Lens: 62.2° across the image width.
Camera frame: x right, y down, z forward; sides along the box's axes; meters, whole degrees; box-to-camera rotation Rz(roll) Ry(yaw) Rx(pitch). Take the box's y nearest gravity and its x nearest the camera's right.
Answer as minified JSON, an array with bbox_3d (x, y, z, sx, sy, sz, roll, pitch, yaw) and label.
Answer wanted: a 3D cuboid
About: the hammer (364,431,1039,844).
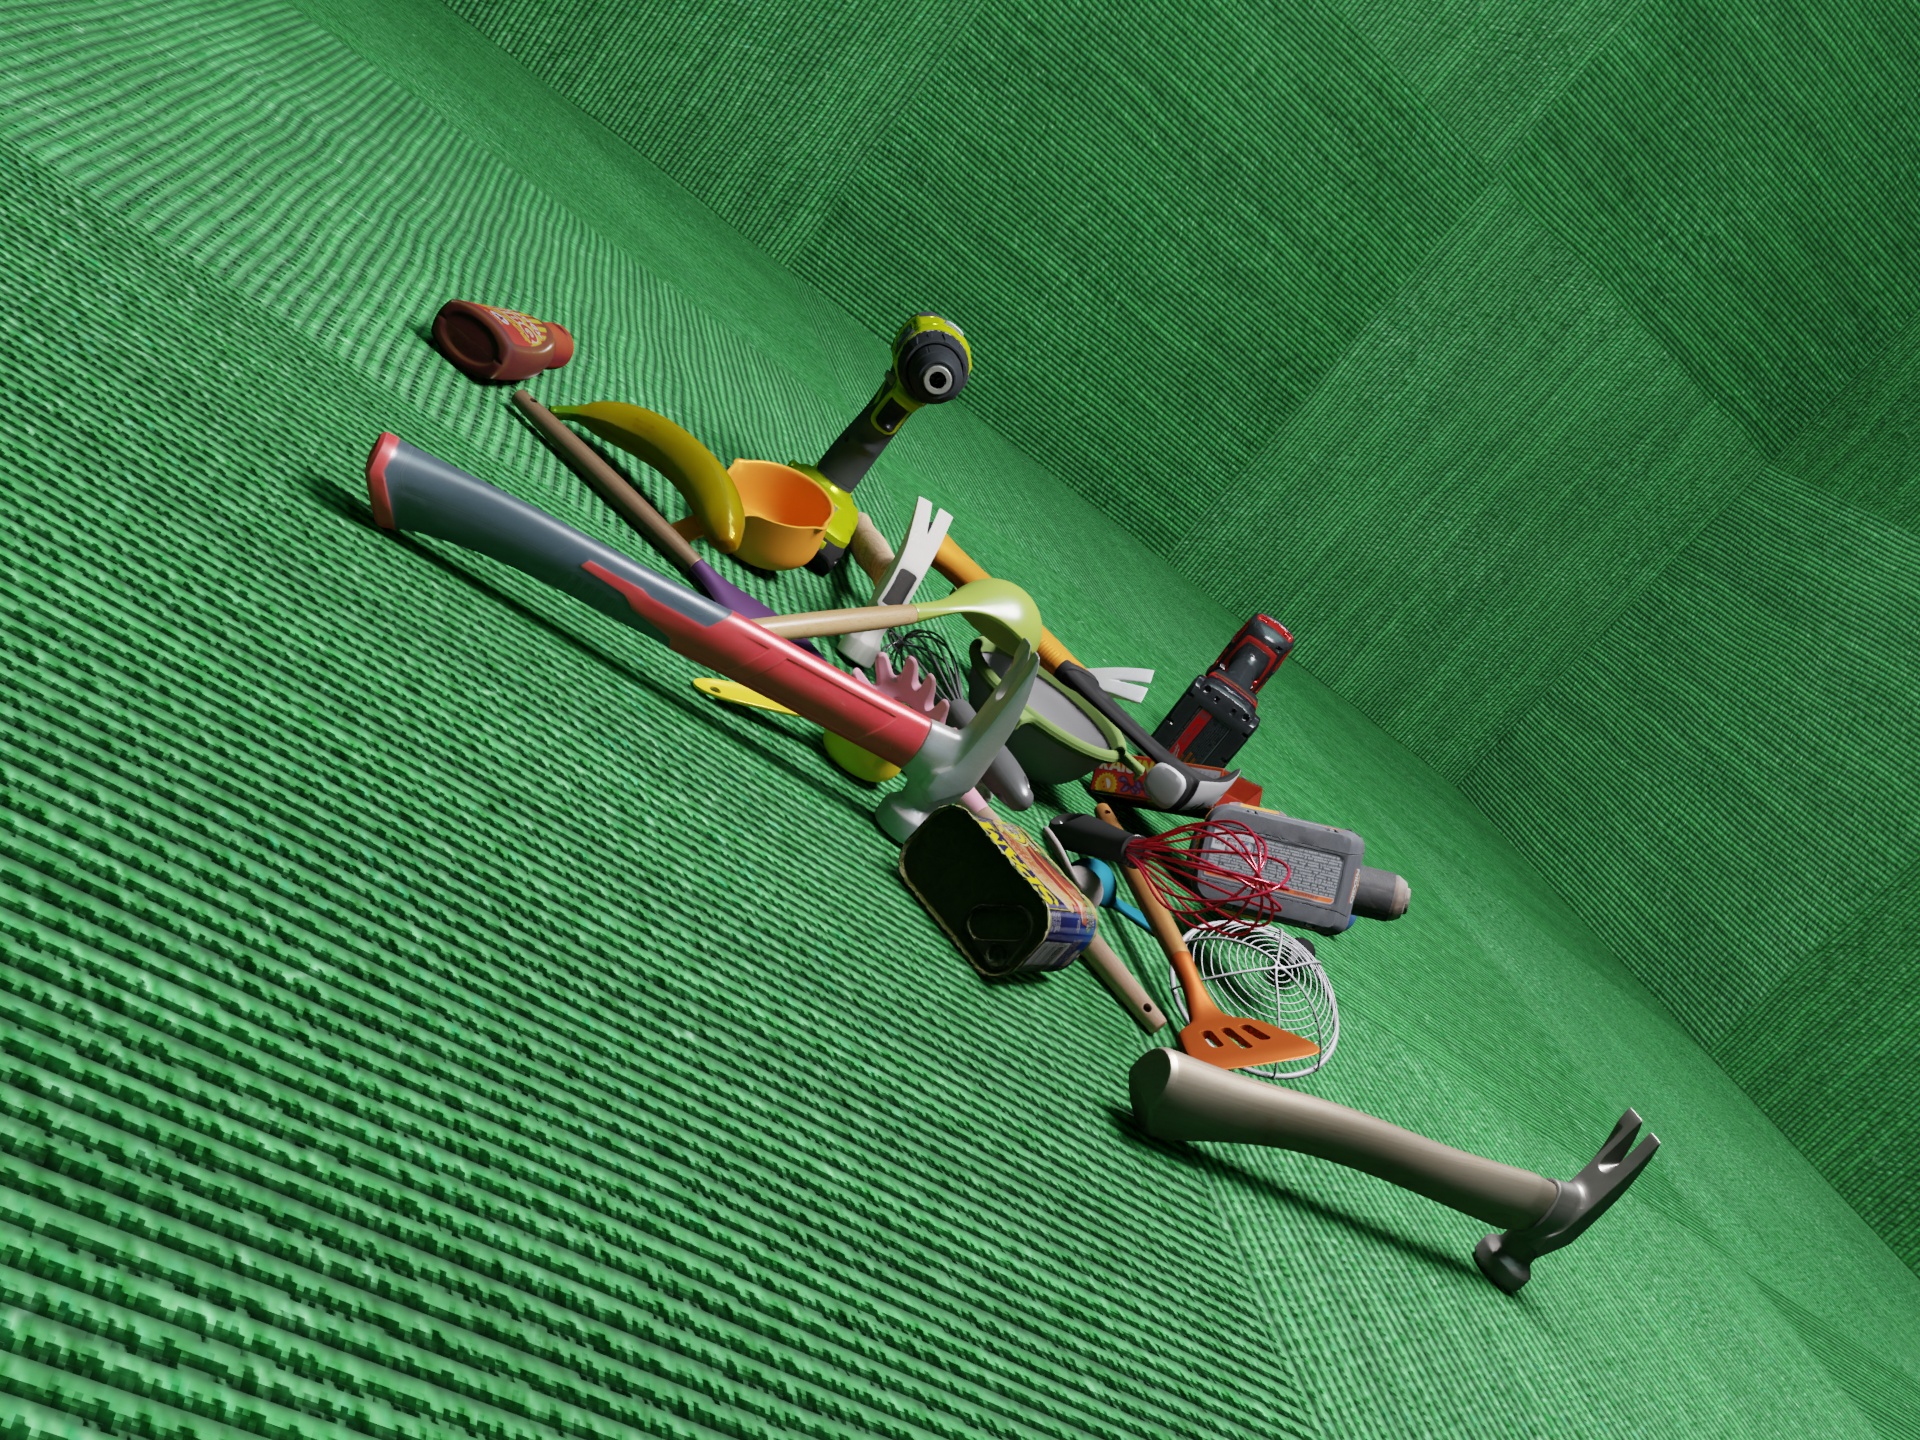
[{"bbox_3d":[-0.138,-0.064,0.884,0.386,0.143,0.038,29,15,-25],"label":"hammer"}]

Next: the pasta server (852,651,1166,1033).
[{"bbox_3d":[0.030,0.078,1.051,0.316,0.060,0.040,50,-18,23],"label":"pasta server"}]

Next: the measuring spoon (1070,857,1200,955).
[{"bbox_3d":[0.133,0.136,1.167,0.128,0.021,0.042,33,16,-20],"label":"measuring spoon"}]

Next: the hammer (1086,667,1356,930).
[{"bbox_3d":[0.238,0.079,1.481,0.405,0.035,0.144,39,-28,-25],"label":"hammer"}]

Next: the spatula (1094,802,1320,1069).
[{"bbox_3d":[0.142,0.139,1.074,0.081,0.041,0.323,-6,31,-11],"label":"spatula"}]

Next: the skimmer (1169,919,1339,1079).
[{"bbox_3d":[0.235,0.203,1.215,0.127,0.090,0.363,39,3,15],"label":"skimmer"}]

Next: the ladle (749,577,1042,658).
[{"bbox_3d":[-0.056,-0.062,1.124,0.078,0.062,0.320,32,27,35],"label":"ladle"}]

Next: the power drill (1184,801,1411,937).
[{"bbox_3d":[0.269,0.123,1.256,0.185,0.084,0.226,13,-4,10],"label":"power drill"}]

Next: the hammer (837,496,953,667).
[{"bbox_3d":[-0.071,-0.140,1.338,0.031,0.130,0.331,31,8,-16],"label":"hammer"}]

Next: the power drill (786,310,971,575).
[{"bbox_3d":[-0.074,-0.238,1.342,0.080,0.228,0.191,36,15,-16],"label":"power drill"}]

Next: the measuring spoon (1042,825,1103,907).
[{"bbox_3d":[0.077,0.095,1.075,0.034,0.018,0.124,54,-2,31],"label":"measuring spoon"}]

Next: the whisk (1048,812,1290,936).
[{"bbox_3d":[0.127,0.091,1.062,0.073,0.073,0.296,35,-9,-20],"label":"whisk"}]

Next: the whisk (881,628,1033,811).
[{"bbox_3d":[-0.002,-0.003,1.162,0.055,0.055,0.239,29,15,-37],"label":"whisk"}]

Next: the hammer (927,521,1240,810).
[{"bbox_3d":[0.081,-0.049,1.281,0.337,0.034,0.127,45,20,23],"label":"hammer"}]

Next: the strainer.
[{"bbox_3d":[0.033,-0.025,1.305,0.151,0.069,0.257,23,21,-37],"label":"strainer"}]

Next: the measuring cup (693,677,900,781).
[{"bbox_3d":[-0.100,0.004,0.987,0.156,0.029,0.062,16,26,-33],"label":"measuring cup"}]

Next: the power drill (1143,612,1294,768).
[{"bbox_3d":[0.269,-0.006,1.709,0.080,0.187,0.227,37,32,4],"label":"power drill"}]

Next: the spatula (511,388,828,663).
[{"bbox_3d":[-0.200,-0.124,1.106,0.316,0.018,0.060,43,28,9],"label":"spatula"}]

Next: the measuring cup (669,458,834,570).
[{"bbox_3d":[-0.170,-0.141,1.197,0.095,0.052,0.173,38,38,16],"label":"measuring cup"}]

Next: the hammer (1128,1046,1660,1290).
[{"bbox_3d":[0.262,0.253,0.954,0.410,0.146,0.038,25,21,-33],"label":"hammer"}]
